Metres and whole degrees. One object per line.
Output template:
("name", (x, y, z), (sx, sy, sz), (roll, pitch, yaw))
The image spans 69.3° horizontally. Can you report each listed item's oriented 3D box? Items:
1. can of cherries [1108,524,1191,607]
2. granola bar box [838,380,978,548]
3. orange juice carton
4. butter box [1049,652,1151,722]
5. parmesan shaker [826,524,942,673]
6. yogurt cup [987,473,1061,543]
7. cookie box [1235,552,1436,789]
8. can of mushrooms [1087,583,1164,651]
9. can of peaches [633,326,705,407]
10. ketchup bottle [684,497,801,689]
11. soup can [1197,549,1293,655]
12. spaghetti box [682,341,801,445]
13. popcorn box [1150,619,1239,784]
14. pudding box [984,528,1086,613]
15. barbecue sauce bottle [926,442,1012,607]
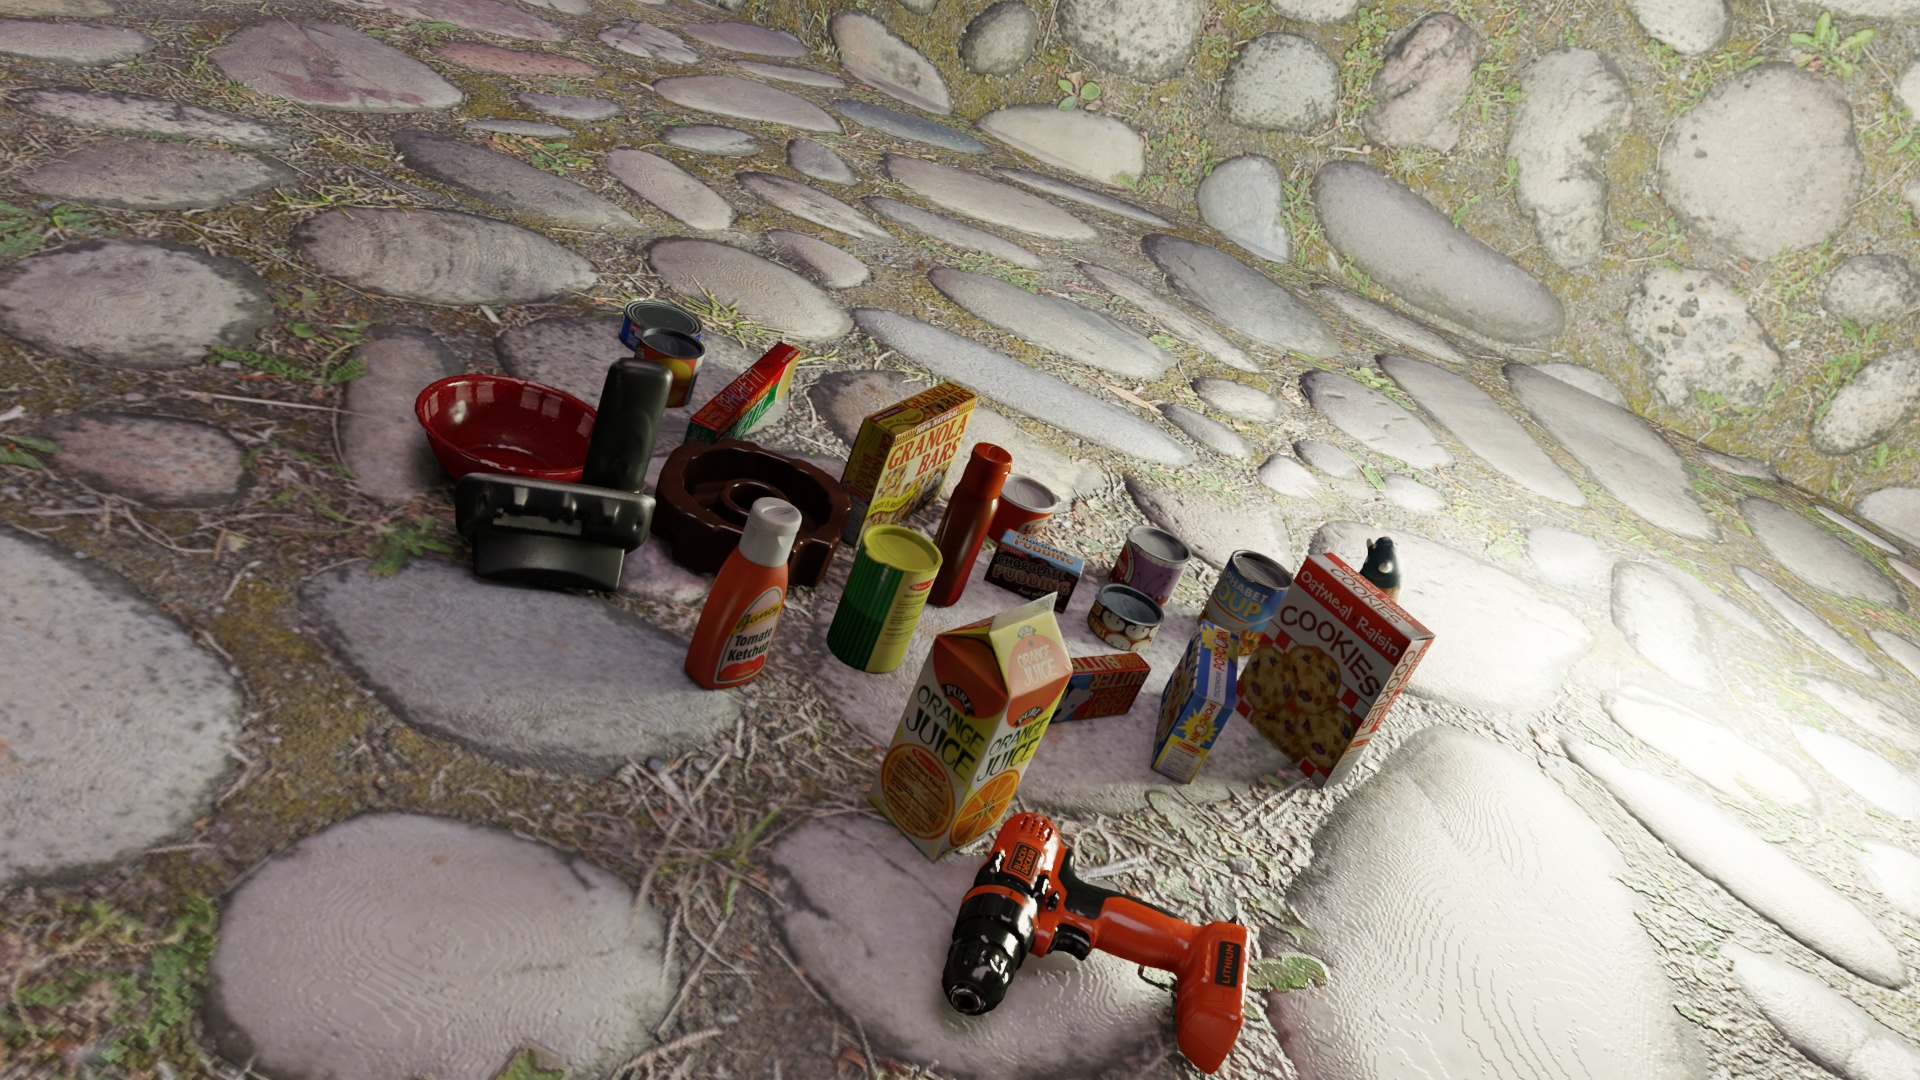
("can of cherries", (0.186, 0.025, 1.387), (0.071, 0.058, 0.072), (17, 28, -9))
("granola bar box", (-0.055, -0.076, 1.320), (0.039, 0.123, 0.166), (31, 29, 15))
("orange juice carton", (0.011, 0.119, 0.951), (0.073, 0.191, 0.072), (38, 31, 28))
("butter box", (0.108, 0.123, 1.163), (0.104, 0.053, 0.024), (-1, 36, -37))
("parmesan shaker", (-0.065, 0.048, 1.118), (0.071, 0.102, 0.071), (18, 28, -10))
("yogurt cup", (0.057, -0.028, 1.392), (0.072, 0.053, 0.073), (17, 28, -9))
("cookie box", (0.320, 0.112, 1.215), (0.040, 0.166, 0.123), (-4, 37, -41))
("can of mushrooms", (0.153, 0.072, 1.308), (0.071, 0.033, 0.071), (17, 28, -9))
("can of peaches", (-0.297, -0.174, 1.388), (0.071, 0.057, 0.071), (17, 28, -9))
("ketchup bottle", (-0.156, 0.038, 1.019), (0.043, 0.148, 0.065), (39, 31, 28))
("soup can", (0.277, 0.061, 1.362), (0.071, 0.083, 0.072), (17, 28, -9))
("spaghetti box", (-0.217, -0.138, 1.390), (0.029, 0.050, 0.251), (24, 28, 2))
("popcorn box", (0.200, 0.135, 1.175), (0.038, 0.084, 0.127), (23, 28, 2))
("pudding box", (0.070, 0.028, 1.308), (0.084, 0.049, 0.030), (23, 27, 2))
("barbecue sauce bottle", (0.004, -0.015, 1.230), (0.044, 0.147, 0.065), (22, 27, 0))
